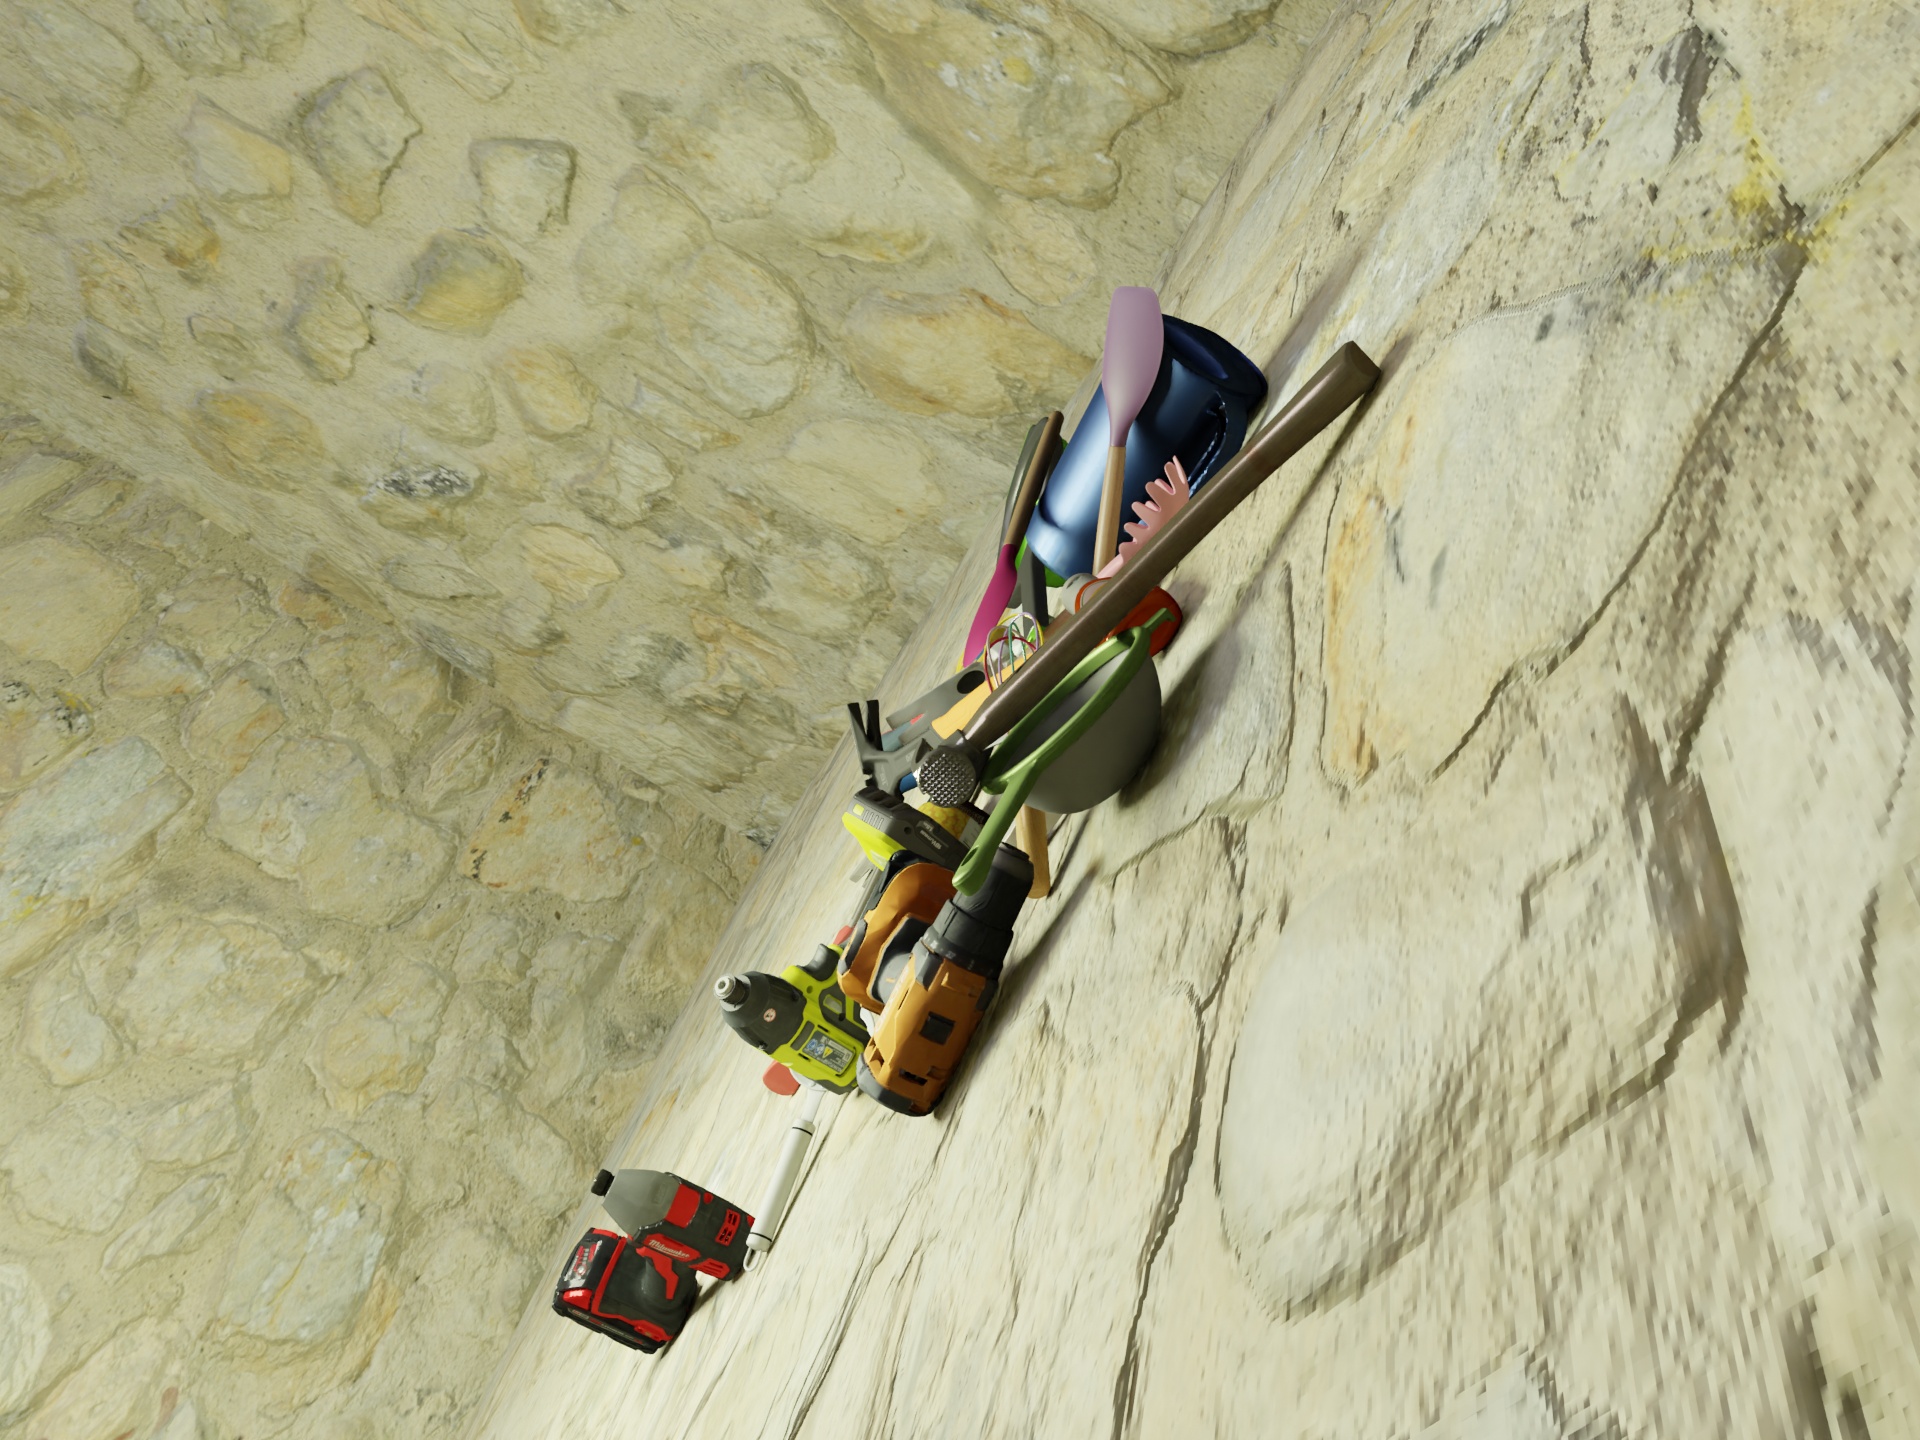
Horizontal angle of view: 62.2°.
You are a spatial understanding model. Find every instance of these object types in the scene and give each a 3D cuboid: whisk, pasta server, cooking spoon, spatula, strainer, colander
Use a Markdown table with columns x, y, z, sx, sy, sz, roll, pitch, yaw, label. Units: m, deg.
| x | y | z | sx | sy | sz | roll | pitch | yaw | label |
| --- | --- | --- | --- | --- | --- | --- | --- | --- | --- |
| 0.044 | 0.021 | 1.156 | 0.051 | 0.047 | 0.245 | 82 | -176 | -54 | whisk |
| 0.094 | -0.100 | 1.352 | 0.316 | 0.040 | 0.060 | -47 | 0 | 36 | pasta server |
| 0.051 | -0.172 | 1.434 | 0.068 | 0.017 | 0.319 | -44 | 21 | 51 | cooking spoon |
| 0.133 | -0.209 | 1.361 | 0.018 | 0.060 | 0.316 | -9 | -70 | -49 | spatula |
| 0.067 | 0.041 | 1.009 | 0.151 | 0.069 | 0.256 | -38 | 11 | 40 | strainer |
| -0.128 | 0.333 | 1.326 | 0.087 | 0.050 | 0.259 | 2 | 55 | 30 | strainer |
| 0.107 | -0.162 | 1.619 | 0.397 | 0.094 | 0.204 | -90 | 15 | -54 | colander |

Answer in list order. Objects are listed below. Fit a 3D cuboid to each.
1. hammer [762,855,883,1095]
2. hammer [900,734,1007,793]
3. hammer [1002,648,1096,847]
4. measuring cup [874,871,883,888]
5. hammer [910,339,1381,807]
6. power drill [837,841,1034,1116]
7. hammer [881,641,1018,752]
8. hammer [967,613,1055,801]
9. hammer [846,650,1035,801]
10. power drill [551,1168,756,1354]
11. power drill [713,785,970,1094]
| x | y | z | sx | sy | sz | roll | pitch | yaw | label |
| --- | --- | --- | --- | --- | --- | --- | --- | --- | --- |
| -0.134 | 0.256 | 1.714 | 0.149 | 0.036 | 0.359 | -52 | 9 | 43 | hammer |
| 0.005 | 0.031 | 1.505 | 0.144 | 0.035 | 0.405 | -62 | 16 | -22 | hammer |
| 0.098 | -0.016 | 1.277 | 0.331 | 0.031 | 0.130 | -63 | 8 | -32 | hammer |
| -0.050 | 0.166 | 1.438 | 0.095 | 0.052 | 0.174 | -56 | 5 | 21 | measuring cup |
| 0.121 | -0.100 | 1.077 | 0.410 | 0.038 | 0.146 | -44 | 6 | 2 | hammer |
| -0.017 | 0.154 | 1.113 | 0.185 | 0.084 | 0.226 | -64 | 10 | 4 | power drill |
| -0.051 | 0.007 | 1.694 | 0.143 | 0.038 | 0.386 | -34 | -1 | -18 | hammer |
| 0.026 | 0.020 | 1.623 | 0.331 | 0.033 | 0.128 | -63 | 7 | -30 | hammer |
| -0.002 | -0.004 | 1.360 | 0.337 | 0.034 | 0.127 | -32 | 70 | 55 | hammer |
| -0.275 | 0.463 | 1.387 | 0.219 | 0.143 | 0.079 | -55 | 10 | 43 | power drill |
| -0.089 | 0.173 | 1.268 | 0.080 | 0.171 | 0.223 | 24 | 76 | 44 | power drill |
